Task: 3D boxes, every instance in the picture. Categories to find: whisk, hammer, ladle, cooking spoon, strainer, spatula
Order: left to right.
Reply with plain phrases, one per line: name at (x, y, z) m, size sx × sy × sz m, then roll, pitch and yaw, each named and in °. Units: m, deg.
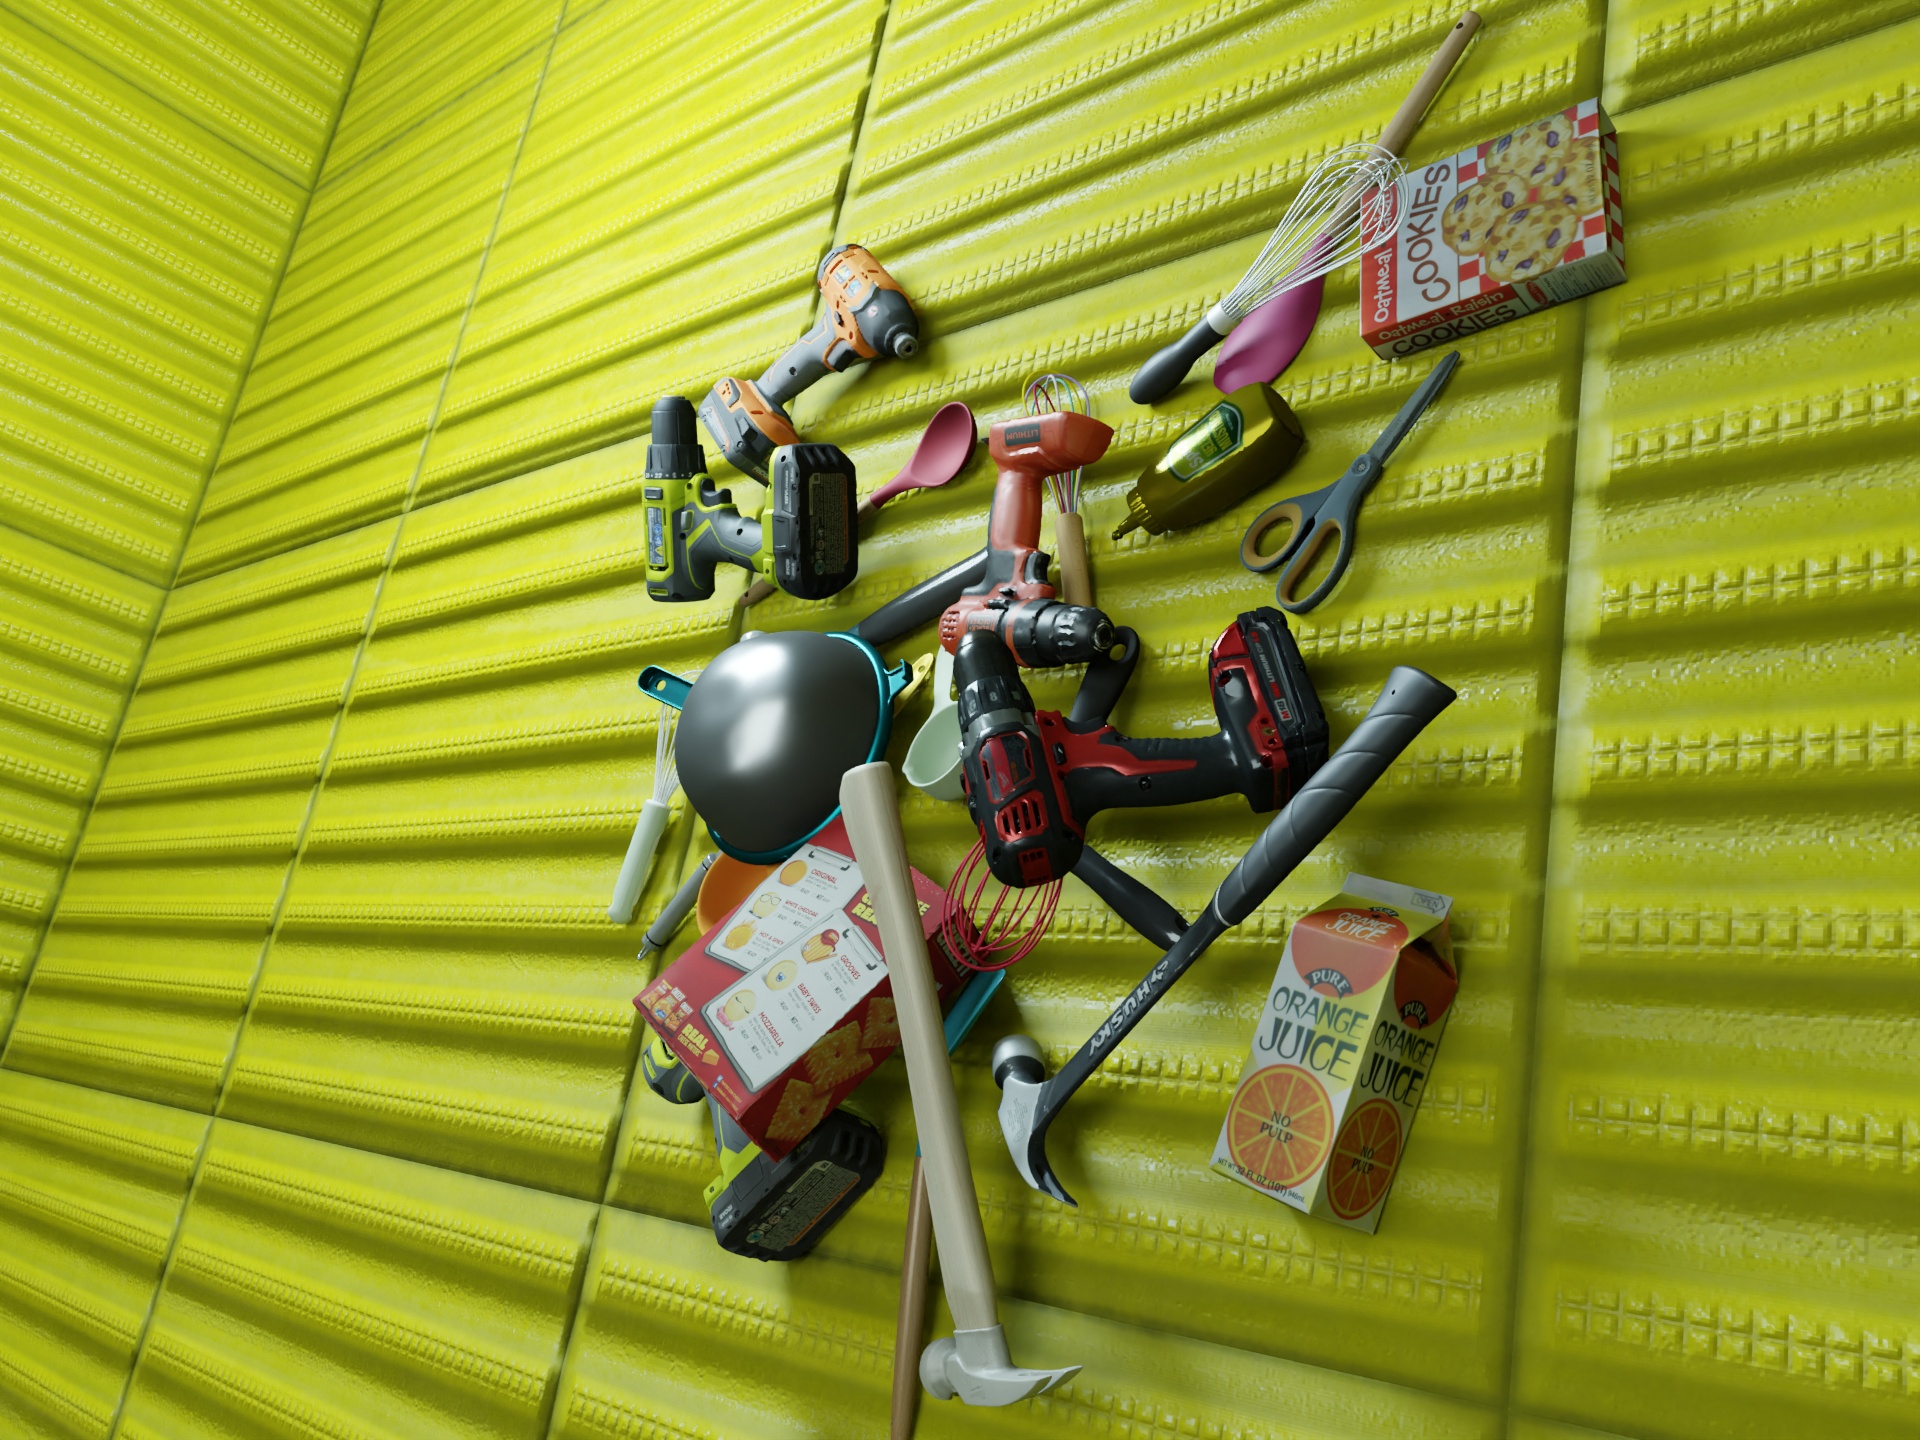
whisk at (-0.276, 0.071, 1.471) m, size 0.058 × 0.059 × 0.246 m, roll 166°, pitch 123°, yaw -83°
strainer at (-0.212, 0.119, 1.386) m, size 0.258 × 0.050 × 0.087 m, roll -51°, pitch 28°, yaw 17°
strainer at (-0.203, -0.012, 1.335) m, size 0.341 × 0.095 × 0.211 m, roll 21°, pitch 80°, yaw 46°
ladle at (-0.095, -0.183, 1.434) m, size 0.315 × 0.031 × 0.069 m, roll -32°, pitch 57°, yaw 31°
hammer at (-0.071, -0.079, 1.351) m, size 0.331 × 0.033 × 0.128 m, roll -27°, pitch 52°, yaw 33°
hammer at (-0.016, 0.223, 1.026) m, size 0.146 × 0.038 × 0.411 m, roll -34°, pitch 64°, yaw 55°
spatula at (-0.015, 0.326, 1.088) m, size 0.082 × 0.044 × 0.318 m, roll 149°, pitch 128°, yaw -71°
whisk at (0.064, 0.045, 1.090) m, size 0.073 × 0.073 × 0.296 m, roll -6°, pitch 45°, yaw 42°
whisk at (0.079, -0.176, 1.249) m, size 0.051 × 0.047 × 0.245 m, roll -23°, pitch 58°, yaw 33°
whisk at (0.082, 0.096, 1.106) m, size 0.239 × 0.055 × 0.055 m, roll 37°, pitch 97°, yaw 44°
hammer at (0.150, 0.126, 0.958) m, size 0.409 × 0.036 × 0.149 m, roll -52°, pitch 21°, yaw 22°
whisk at (0.211, -0.309, 1.142) m, size 0.284 × 0.070 × 0.070 m, roll -37°, pitch 46°, yaw 48°
cooking spoon at (0.284, -0.377, 1.167) m, size 0.319 × 0.017 × 0.069 m, roll -57°, pitch 43°, yaw 7°

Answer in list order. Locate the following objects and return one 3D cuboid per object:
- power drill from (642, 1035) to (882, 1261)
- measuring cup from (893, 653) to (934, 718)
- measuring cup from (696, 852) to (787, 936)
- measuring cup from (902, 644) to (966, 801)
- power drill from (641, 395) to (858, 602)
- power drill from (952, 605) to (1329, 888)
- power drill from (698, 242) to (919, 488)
power drill at (-0.151, 0.280, 1.217) m, size 0.171 × 0.080 × 0.223 m, roll -46°, pitch 42°, yaw 11°
measuring cup at (-0.063, 0.014, 1.310) m, size 0.062 × 0.029 × 0.156 m, roll 27°, pitch 78°, yaw 48°
measuring cup at (-0.139, 0.131, 1.299) m, size 0.173 × 0.052 × 0.095 m, roll -31°, pitch 50°, yaw 27°
measuring cup at (-0.002, -0.004, 1.253) m, size 0.083 × 0.038 × 0.168 m, roll -35°, pitch 33°, yaw 29°
power drill at (-0.203, -0.199, 1.445) m, size 0.229 × 0.080 × 0.190 m, roll 8°, pitch 103°, yaw 38°
power drill at (0.106, -0.001, 1.026) m, size 0.226 × 0.080 × 0.188 m, roll -15°, pitch 54°, yaw 2°
power drill at (-0.135, -0.329, 1.510) m, size 0.226 × 0.084 × 0.164 m, roll -46°, pitch 47°, yaw 13°
